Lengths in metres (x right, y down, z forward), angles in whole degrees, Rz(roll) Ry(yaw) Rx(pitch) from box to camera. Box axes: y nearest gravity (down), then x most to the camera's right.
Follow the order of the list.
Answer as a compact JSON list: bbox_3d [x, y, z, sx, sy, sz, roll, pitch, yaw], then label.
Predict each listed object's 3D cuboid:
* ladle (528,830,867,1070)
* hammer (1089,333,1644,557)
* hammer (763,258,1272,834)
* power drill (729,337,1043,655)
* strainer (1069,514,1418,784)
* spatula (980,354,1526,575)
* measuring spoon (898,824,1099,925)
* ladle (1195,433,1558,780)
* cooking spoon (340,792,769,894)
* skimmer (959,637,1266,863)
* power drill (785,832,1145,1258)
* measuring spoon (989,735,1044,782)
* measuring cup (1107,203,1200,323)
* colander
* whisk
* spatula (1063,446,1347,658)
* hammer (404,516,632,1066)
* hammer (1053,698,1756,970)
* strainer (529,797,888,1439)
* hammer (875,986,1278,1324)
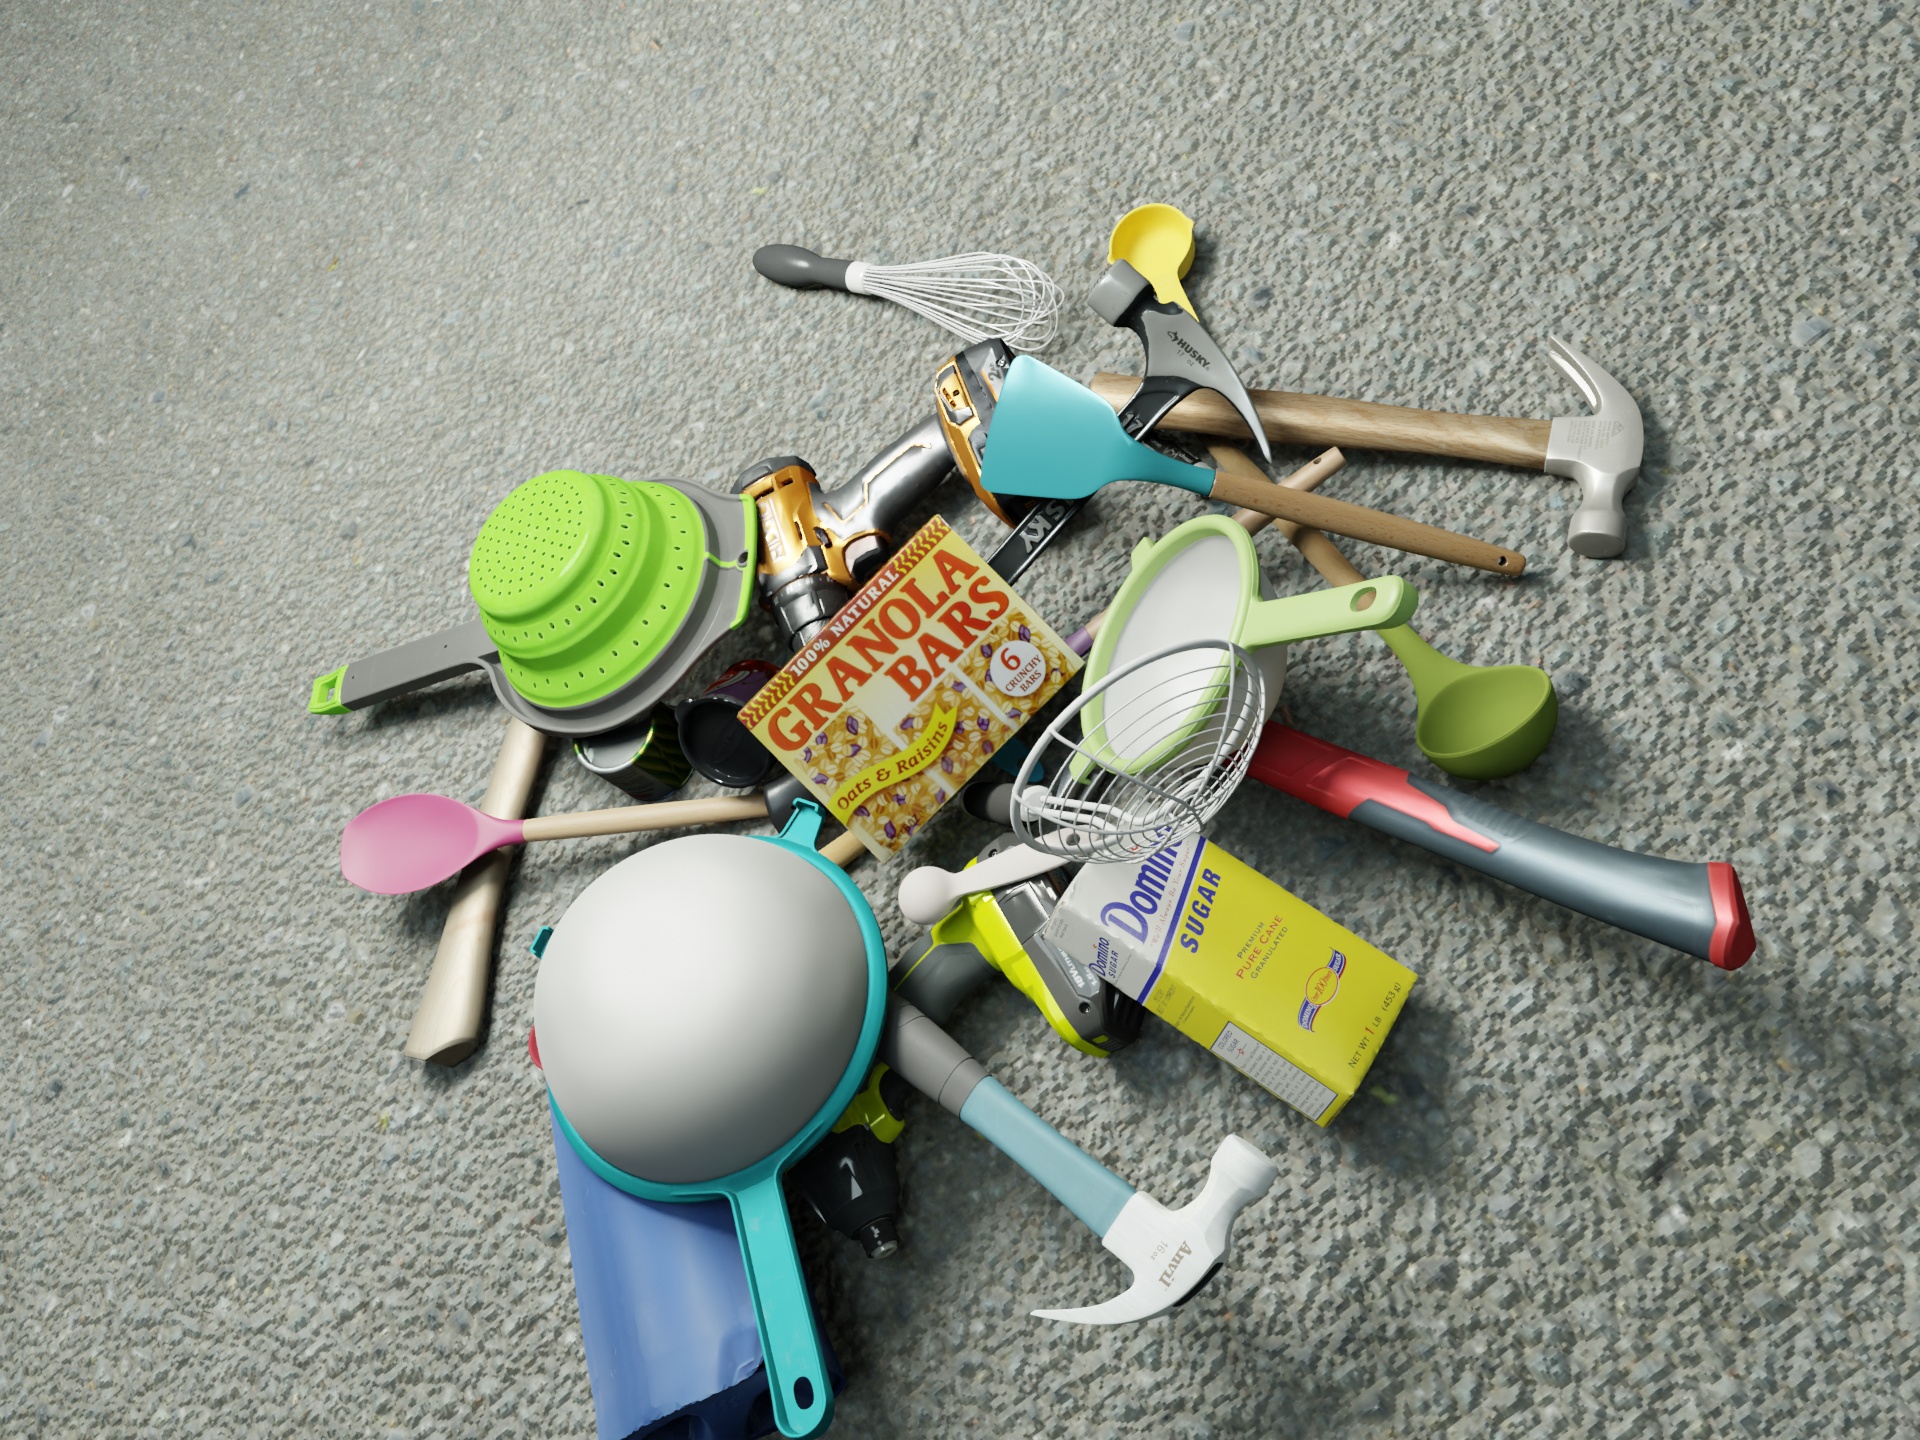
[{"bbox_3d":[-0.141,0.129,1.016,0.315,0.031,0.069,-36,50,3],"label":"ladle"},{"bbox_3d":[0.239,-0.183,0.968,0.331,0.031,0.130,10,71,19],"label":"hammer"},{"bbox_3d":[0.019,-0.077,0.981,0.149,0.036,0.409,42,102,0],"label":"hammer"},{"bbox_3d":[-0.037,-0.128,1.054,0.226,0.084,0.186,-27,63,15],"label":"power drill"},{"bbox_3d":[0.158,-0.036,0.823,0.256,0.069,0.151,-10,60,62],"label":"strainer"},{"bbox_3d":[0.170,-0.133,0.922,0.317,0.044,0.082,16,100,1],"label":"spatula"},{"bbox_3d":[0.018,0.080,0.880,0.124,0.018,0.034,-22,57,18],"label":"measuring spoon"},{"bbox_3d":[0.229,-0.086,0.937,0.078,0.062,0.320,-35,57,1],"label":"ladle"},{"bbox_3d":[-0.266,0.072,1.065,0.319,0.017,0.069,-7,73,8],"label":"cooking spoon"},{"bbox_3d":[0.045,0.018,0.816,0.127,0.363,0.090,-27,96,-14],"label":"skimmer"},{"bbox_3d":[-0.014,0.184,0.913,0.223,0.080,0.171,-37,59,9],"label":"power drill"},{"bbox_3d":[-0.002,-0.003,0.973,0.128,0.021,0.042,37,91,-9],"label":"measuring spoon"},{"bbox_3d":[0.147,-0.276,1.075,0.062,0.029,0.157,-22,73,13],"label":"measuring cup"},{"bbox_3d":[-0.329,-0.079,1.093,0.397,0.094,0.205,-15,57,24],"label":"colander"},{"bbox_3d":[-0.046,-0.316,1.154,0.285,0.070,0.070,19,77,34],"label":"whisk"},{"bbox_3d":[0.102,-0.066,0.975,0.316,0.018,0.060,-36,38,15],"label":"spatula"},{"bbox_3d":[-0.321,0.036,1.127,0.146,0.038,0.411,4,71,26],"label":"hammer"},{"bbox_3d":[0.215,0.054,0.837,0.387,0.038,0.143,25,80,45],"label":"hammer"},{"bbox_3d":[-0.133,0.189,0.813,0.211,0.095,0.341,-27,53,7],"label":"strainer"},{"bbox_3d":[0.000,0.191,0.842,0.331,0.033,0.128,33,89,33],"label":"hammer"}]
